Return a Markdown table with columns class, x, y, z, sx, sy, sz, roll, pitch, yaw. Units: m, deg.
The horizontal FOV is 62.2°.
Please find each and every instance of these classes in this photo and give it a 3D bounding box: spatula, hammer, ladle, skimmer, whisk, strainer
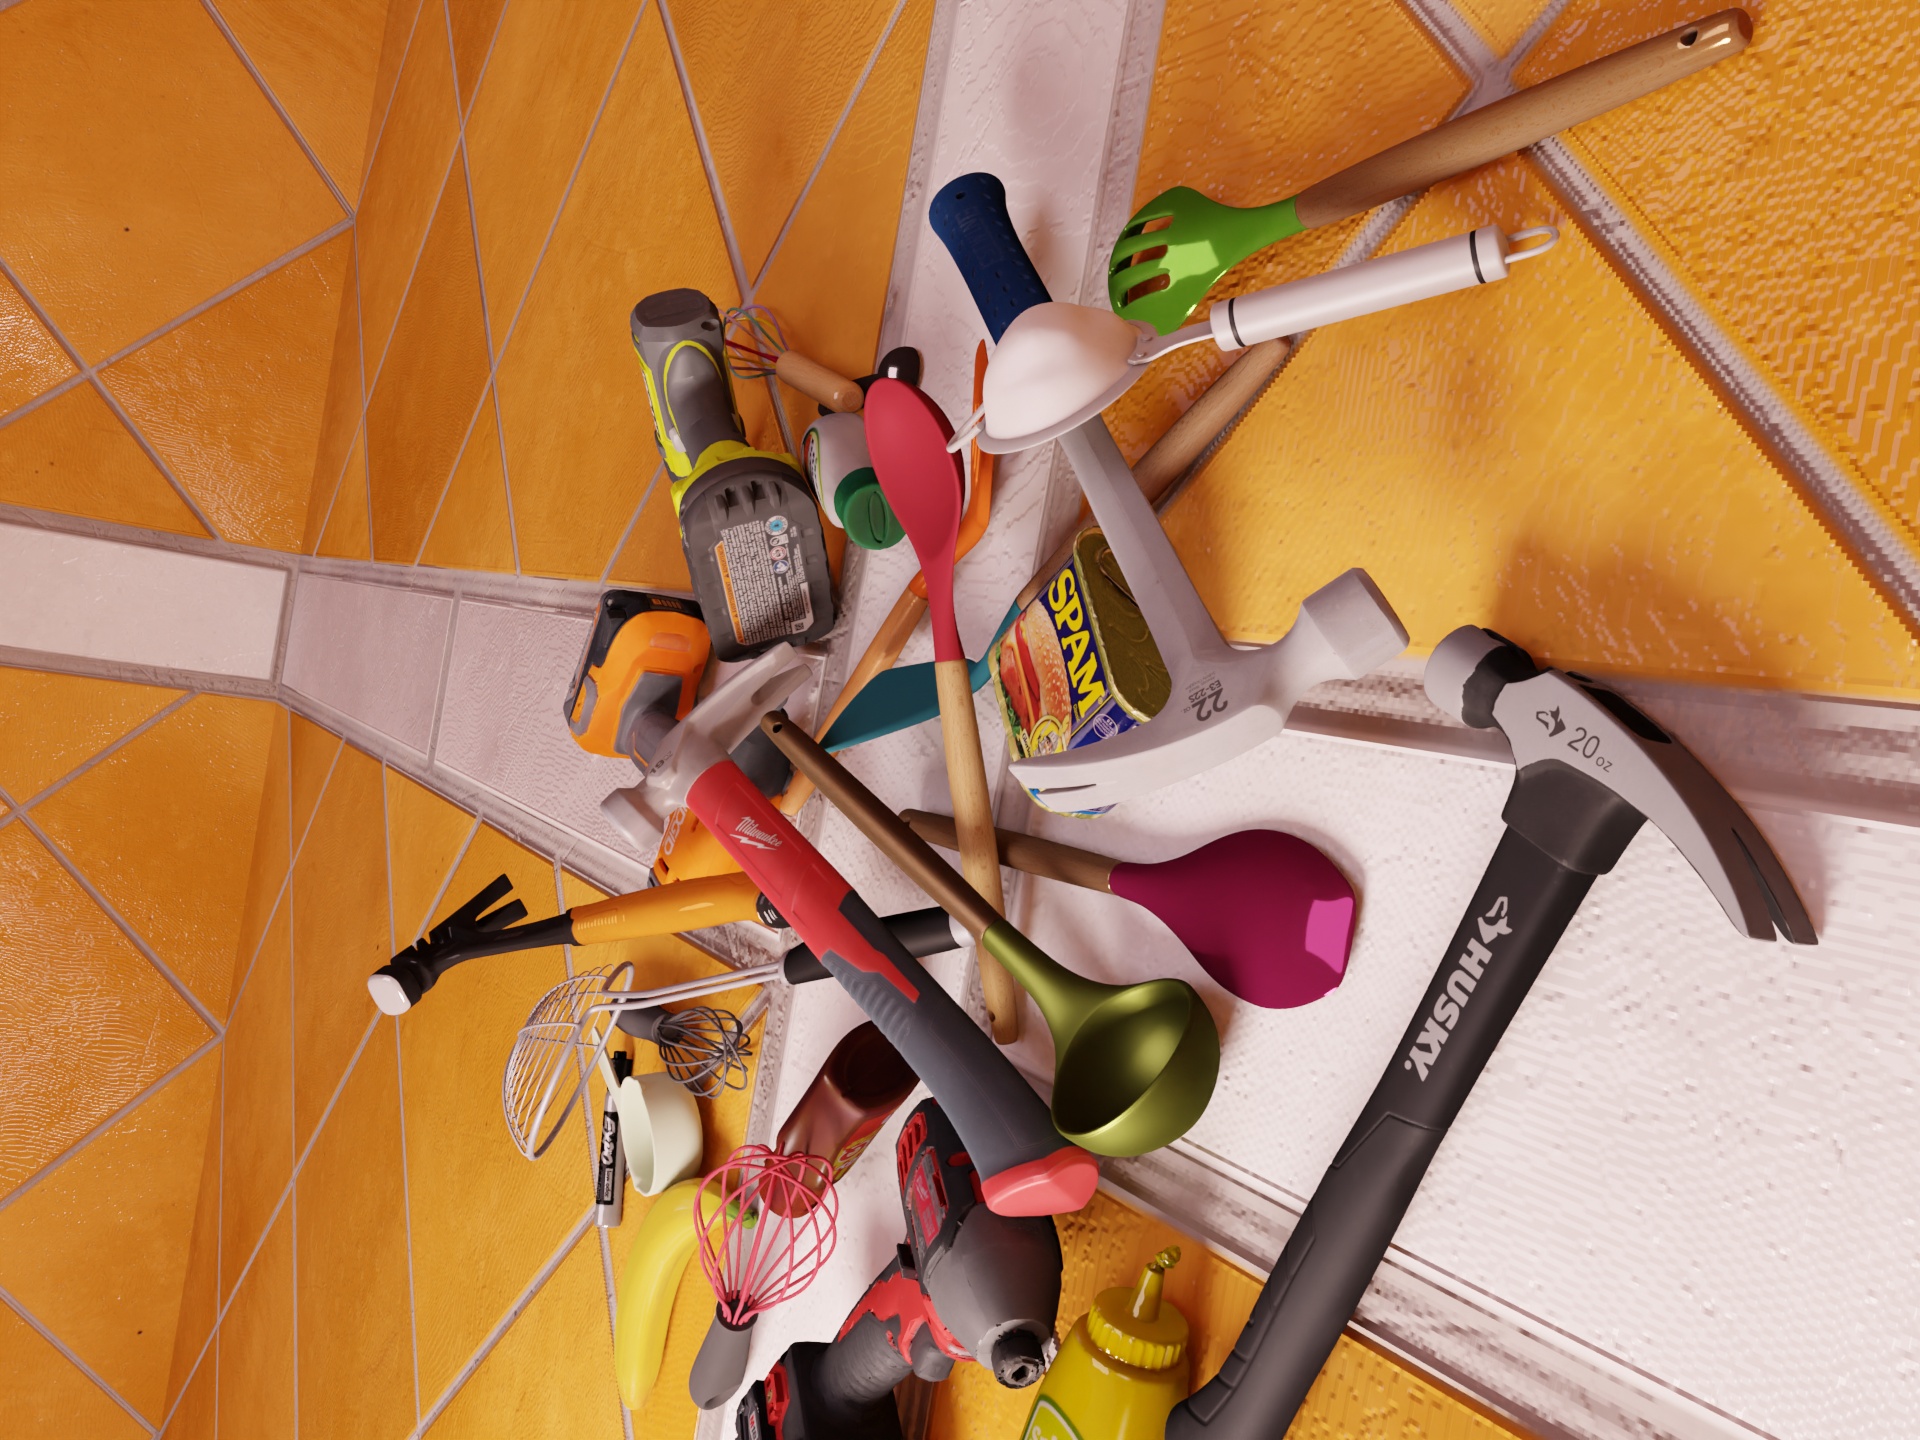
| class | x | y | z | sx | sy | sz | roll | pitch | yaw |
| --- | --- | --- | --- | --- | --- | --- | --- | --- | --- |
| spatula | -0.041 | -0.058 | 0.877 | 0.322 | 0.041 | 0.081 | -56 | 25 | 36 |
| hammer | 0.149 | 0.146 | 0.536 | 0.146 | 0.035 | 0.334 | 47 | 122 | 52 |
| ladle | -0.006 | 0.075 | 0.711 | 0.078 | 0.062 | 0.320 | -47 | 52 | -4 |
| hammer | -0.047 | 0.092 | 0.781 | 0.143 | 0.038 | 0.387 | -44 | 44 | -6 |
| spatula | 0.038 | -0.076 | 0.752 | 0.317 | 0.044 | 0.082 | -45 | 6 | 39 |
| ladle | -0.001 | -0.002 | 0.742 | 0.069 | 0.031 | 0.315 | -1 | 99 | 60 |
| skimmer | -0.124 | 0.168 | 0.887 | 0.363 | 0.090 | 0.127 | -18 | 28 | 31 |
| hammer | 0.044 | -0.128 | 0.689 | 0.144 | 0.035 | 0.406 | -33 | 44 | 14 |
| whisk | -0.116 | 0.307 | 0.848 | 0.295 | 0.073 | 0.073 | 109 | 150 | -45 |
| hammer | -0.210 | 0.118 | 0.959 | 0.337 | 0.127 | 0.034 | -13 | 109 | 35 |
| whisk | -0.191 | 0.206 | 1.047 | 0.239 | 0.055 | 0.055 | -3 | 80 | 62 |
| strainer | 0.096 | -0.153 | 0.614 | 0.258 | 0.050 | 0.087 | -9 | 39 | 29 |
| whisk | -0.121 | -0.231 | 1.033 | 0.245 | 0.047 | 0.051 | 41 | 124 | 55 |

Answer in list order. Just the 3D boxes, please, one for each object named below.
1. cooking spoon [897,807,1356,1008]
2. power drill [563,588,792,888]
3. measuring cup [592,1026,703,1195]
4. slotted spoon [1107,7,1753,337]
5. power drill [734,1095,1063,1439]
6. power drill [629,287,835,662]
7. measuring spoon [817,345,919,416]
| class | x | y | z | sx | sy | sz | roll | pitch | yaw |
| --- | --- | --- | --- | --- | --- | --- | --- | --- | --- |
| cooking spoon | 0.056 | 0.067 | 0.715 | 0.319 | 0.017 | 0.069 | 9 | 89 | 57 |
| power drill | -0.180 | 0.003 | 1.047 | 0.227 | 0.084 | 0.164 | 50 | 124 | 45 |
| measuring cup | -0.211 | 0.249 | 1.064 | 0.168 | 0.038 | 0.083 | 40 | 129 | 56 |
| slotted spoon | 0.155 | -0.210 | 0.623 | 0.314 | 0.031 | 0.070 | -4 | 83 | 56 |
| power drill | -0.023 | 0.291 | 0.717 | 0.219 | 0.078 | 0.143 | -63 | 23 | 21 |
| power drill | -0.148 | -0.146 | 1.004 | 0.171 | 0.080 | 0.223 | 84 | 165 | -44 |
| measuring spoon | -0.062 | -0.202 | 0.966 | 0.124 | 0.018 | 0.034 | -2 | 81 | 58 |
